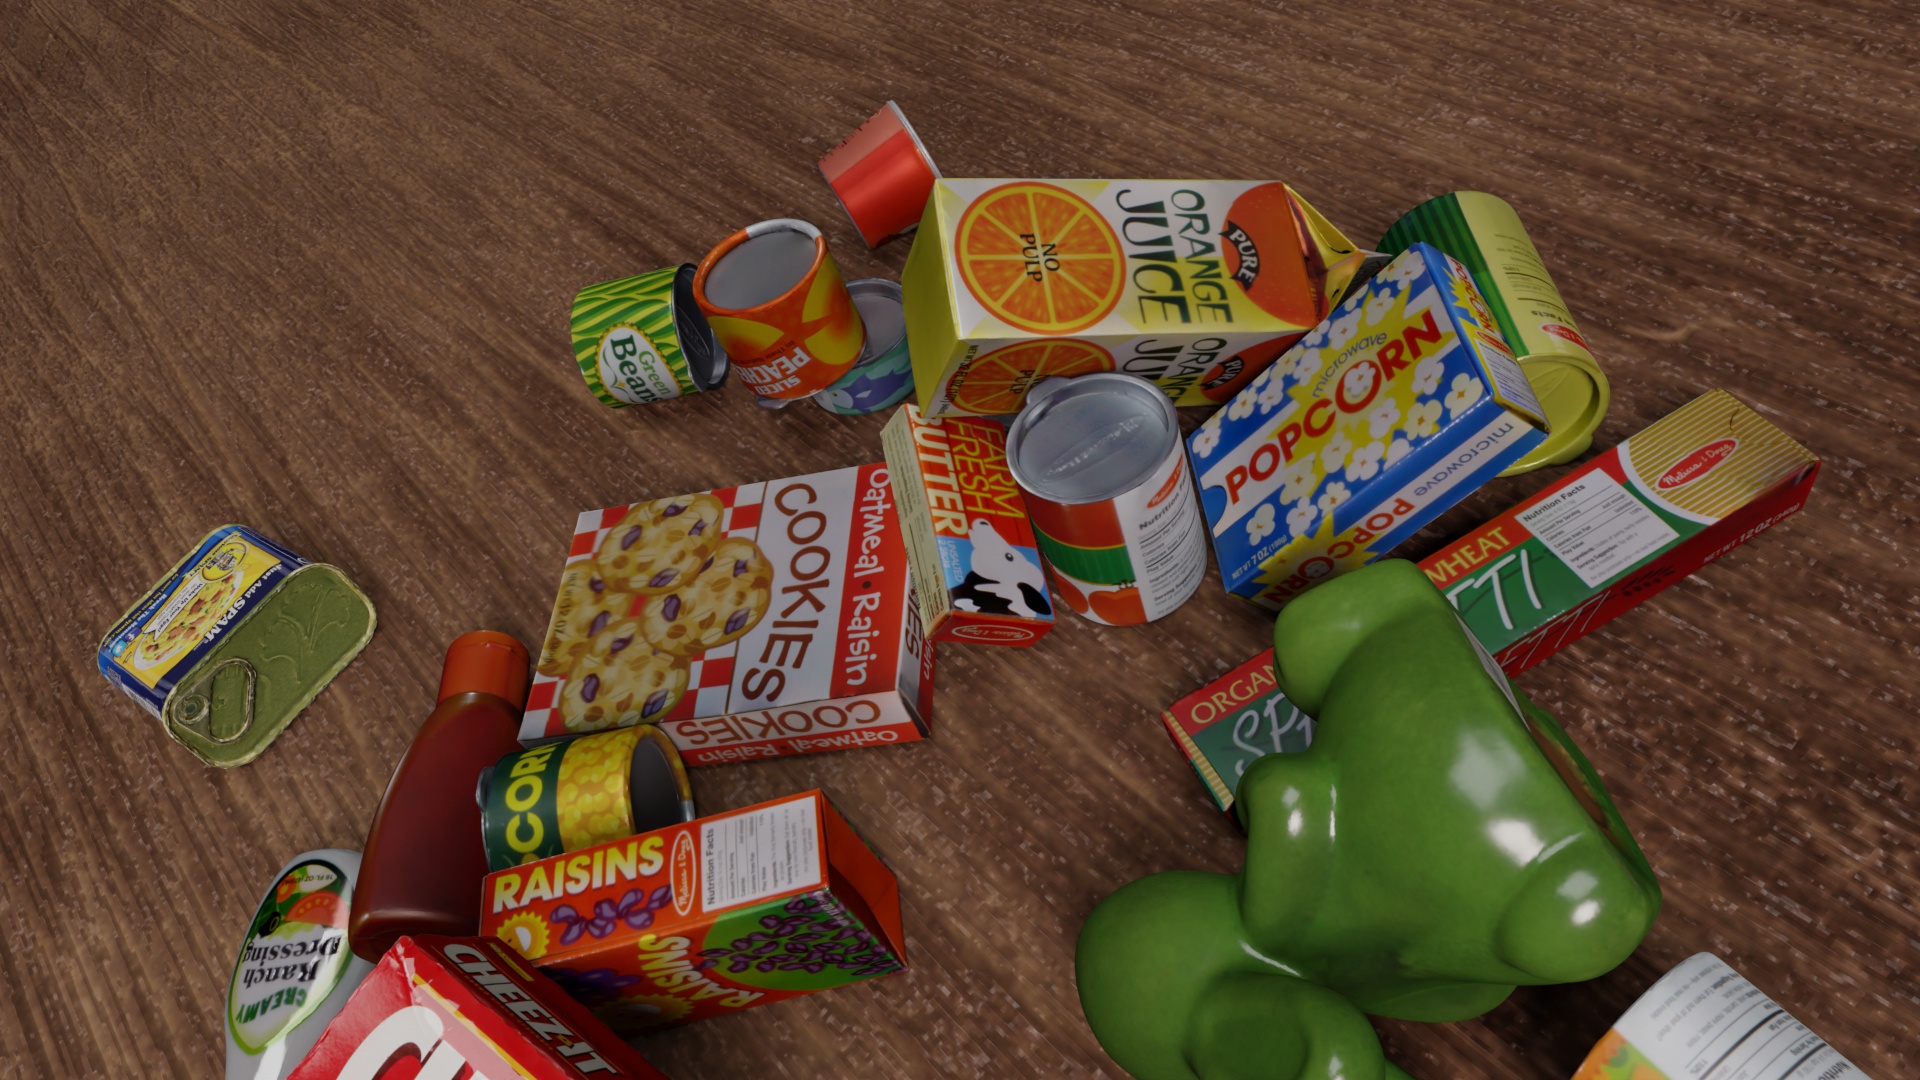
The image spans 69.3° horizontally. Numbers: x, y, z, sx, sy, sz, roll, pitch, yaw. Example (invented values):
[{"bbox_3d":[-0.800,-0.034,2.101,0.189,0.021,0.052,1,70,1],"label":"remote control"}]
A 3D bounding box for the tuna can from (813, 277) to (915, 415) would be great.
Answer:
[{"bbox_3d":[-0.048,-0.098,0.691,0.071,0.032,0.071,-10,50,12],"label":"tuna can"}]

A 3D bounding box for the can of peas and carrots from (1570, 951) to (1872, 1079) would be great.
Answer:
[{"bbox_3d":[0.205,0.157,0.374,0.071,0.070,0.059,-37,49,-11],"label":"can of peas and carrots"}]

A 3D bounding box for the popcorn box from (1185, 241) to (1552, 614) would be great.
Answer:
[{"bbox_3d":[0.149,-0.040,0.527,0.126,0.038,0.085,-43,38,35],"label":"popcorn box"}]

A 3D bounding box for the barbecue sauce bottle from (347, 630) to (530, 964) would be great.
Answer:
[{"bbox_3d":[-0.203,0.102,0.570,0.043,0.065,0.149,-54,29,34],"label":"barbecue sauce bottle"}]

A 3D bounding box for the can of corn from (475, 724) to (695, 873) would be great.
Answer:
[{"bbox_3d":[-0.142,0.106,0.534,0.058,0.071,0.071,-13,49,9],"label":"can of corn"}]

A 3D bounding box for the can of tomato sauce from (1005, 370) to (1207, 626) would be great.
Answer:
[{"bbox_3d":[0.059,-0.016,0.553,0.071,0.082,0.071,-10,50,12],"label":"can of tomato sauce"}]

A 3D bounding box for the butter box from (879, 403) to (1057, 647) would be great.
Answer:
[{"bbox_3d":[0.002,-0.007,0.574,0.024,0.053,0.104,-45,48,42],"label":"butter box"}]

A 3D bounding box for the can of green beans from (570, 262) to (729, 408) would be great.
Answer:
[{"bbox_3d":[-0.159,-0.105,0.715,0.058,0.071,0.071,-10,50,13],"label":"can of green beans"}]

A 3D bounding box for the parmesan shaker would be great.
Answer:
[{"bbox_3d":[0.214,-0.084,0.568,0.071,0.071,0.103,-13,48,10],"label":"parmesan shaker"}]

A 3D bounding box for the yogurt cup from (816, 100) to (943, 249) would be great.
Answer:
[{"bbox_3d":[-0.041,-0.194,0.749,0.054,0.072,0.073,-32,48,4],"label":"yogurt cup"}]

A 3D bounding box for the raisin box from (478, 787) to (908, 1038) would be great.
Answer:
[{"bbox_3d":[-0.090,0.134,0.483,0.123,0.085,0.040,-15,54,8],"label":"raisin box"}]

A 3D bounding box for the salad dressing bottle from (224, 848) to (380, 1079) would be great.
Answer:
[{"bbox_3d":[-0.250,0.192,0.521,0.064,0.043,0.148,-9,50,11],"label":"salad dressing bottle"}]

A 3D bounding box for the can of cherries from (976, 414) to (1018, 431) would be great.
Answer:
[{"bbox_3d":[0.021,-0.094,0.642,0.071,0.071,0.058,19,61,31],"label":"can of cherries"}]

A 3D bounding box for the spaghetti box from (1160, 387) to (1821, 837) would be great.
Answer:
[{"bbox_3d":[0.192,0.024,0.509,0.250,0.028,0.050,-29,49,-5],"label":"spaghetti box"}]

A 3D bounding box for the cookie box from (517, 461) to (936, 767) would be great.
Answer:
[{"bbox_3d":[-0.093,0.033,0.597,0.167,0.040,0.123,-9,50,14],"label":"cookie box"}]

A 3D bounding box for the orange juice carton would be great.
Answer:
[{"bbox_3d":[0.078,-0.101,0.580,0.193,0.071,0.073,-4,70,-15],"label":"orange juice carton"}]

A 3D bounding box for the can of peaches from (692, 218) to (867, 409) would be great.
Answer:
[{"bbox_3d":[-0.085,-0.107,0.650,0.071,0.057,0.071,-10,50,12],"label":"can of peaches"}]
